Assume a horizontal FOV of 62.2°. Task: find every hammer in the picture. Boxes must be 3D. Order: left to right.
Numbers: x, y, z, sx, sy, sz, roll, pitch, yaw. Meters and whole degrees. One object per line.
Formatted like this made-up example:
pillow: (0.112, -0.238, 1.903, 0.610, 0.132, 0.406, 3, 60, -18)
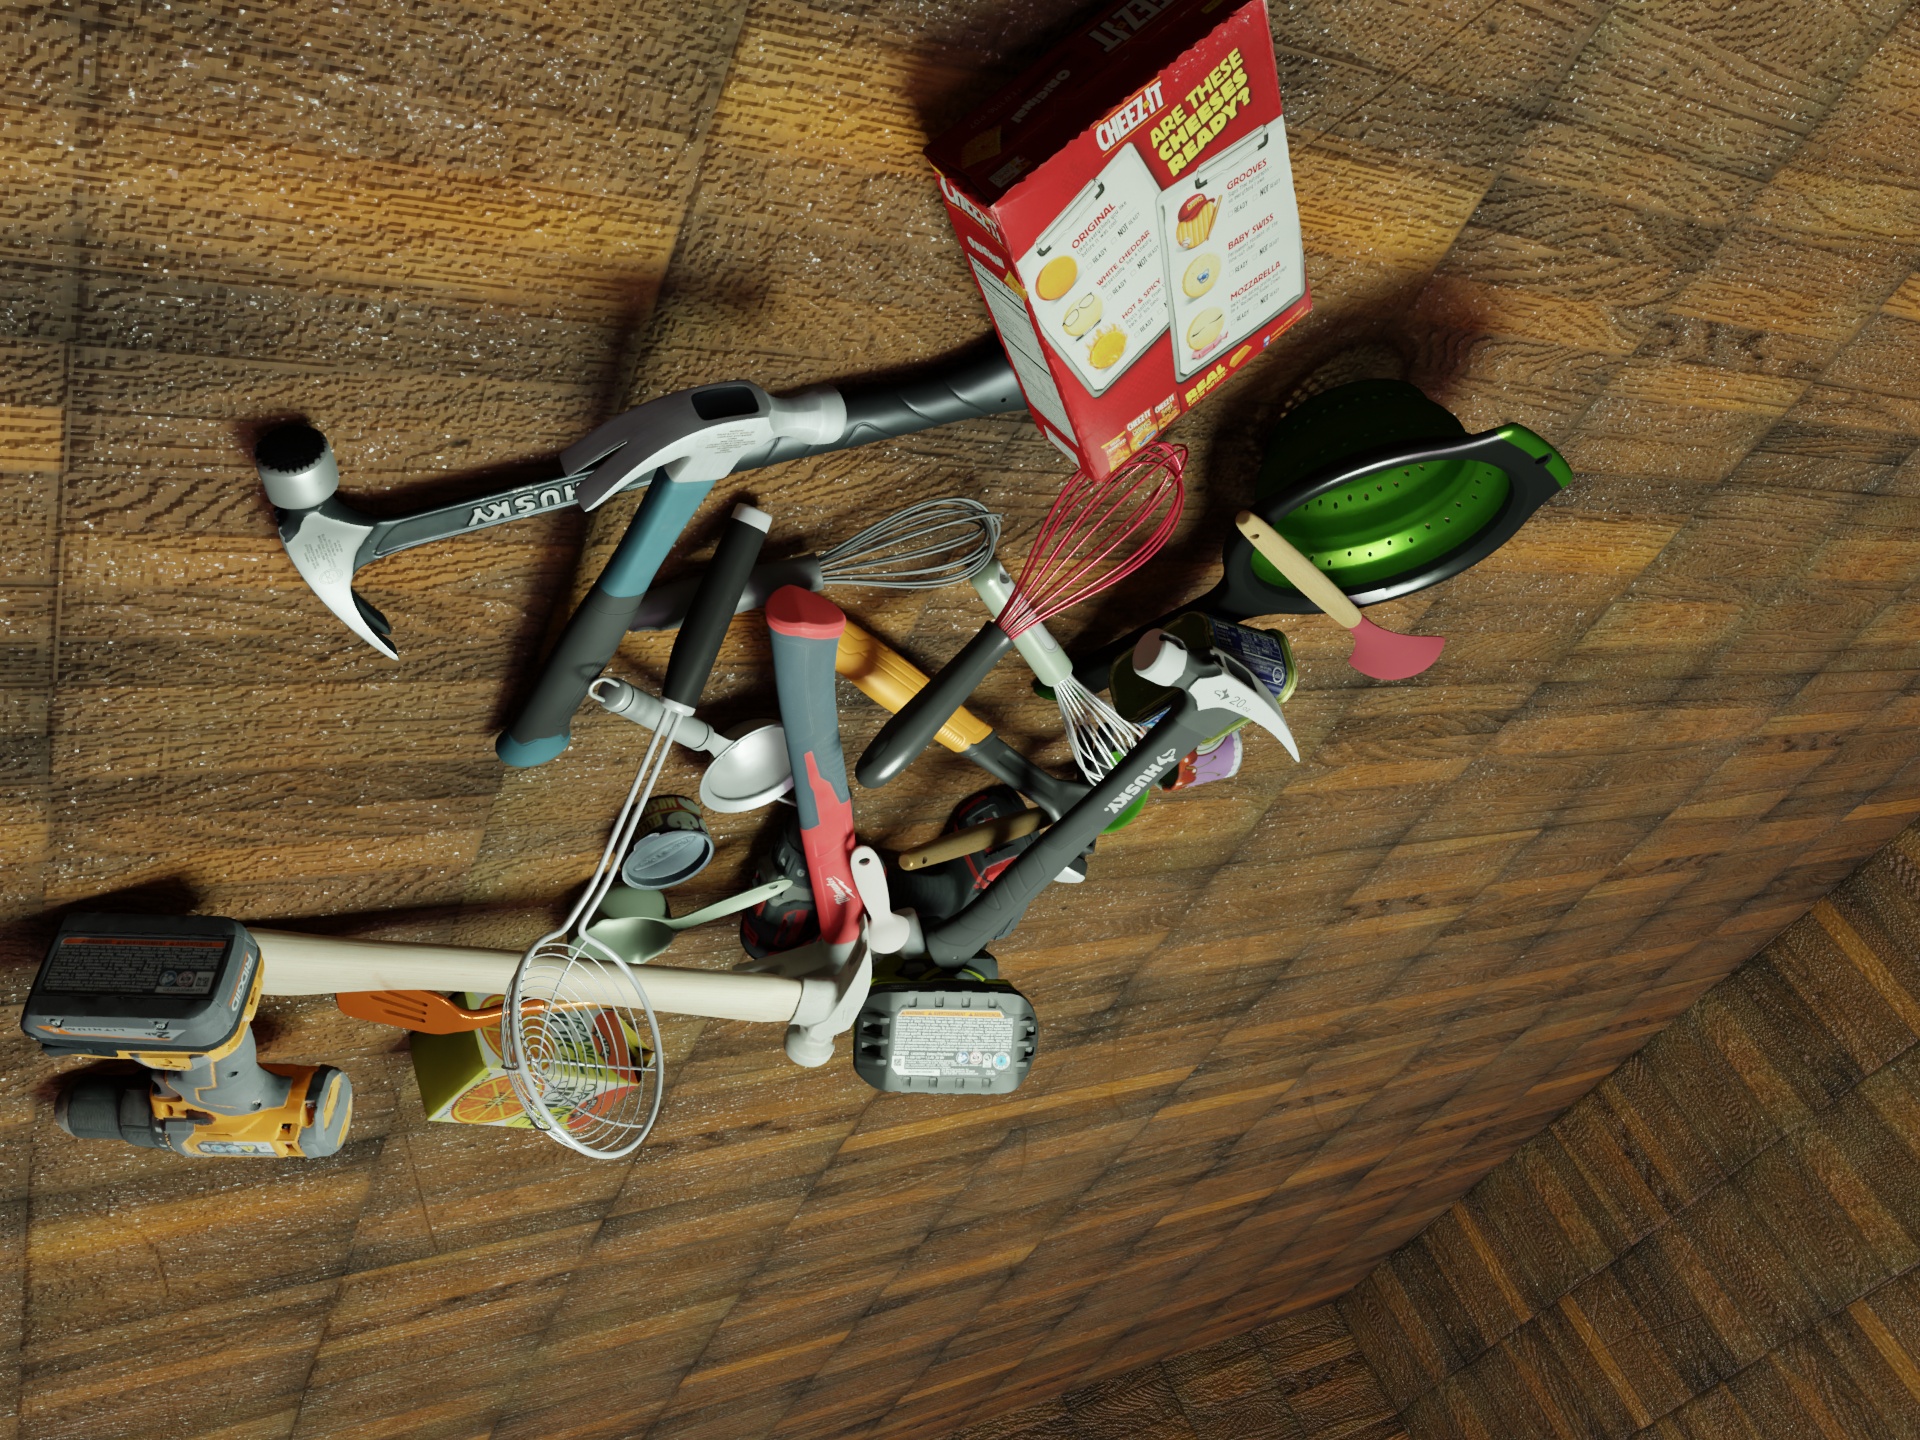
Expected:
hammer: (-0.264, 0.168, 1.071, 0.410, 0.038, 0.146, 8, 134, -20)
hammer: (-0.185, -0.067, 0.858, 0.128, 0.033, 0.331, -12, 156, -39)
hammer: (-0.147, -0.136, 0.852, 0.409, 0.036, 0.149, -17, 146, -17)
hammer: (-0.105, 0.062, 1.048, 0.143, 0.038, 0.385, -14, 141, -9)
hammer: (-0.002, -0.003, 1.095, 0.034, 0.127, 0.336, -5, 153, 39)
hammer: (0.087, 0.075, 1.103, 0.146, 0.035, 0.334, 23, 126, -30)

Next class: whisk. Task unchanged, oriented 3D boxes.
whisk: (-0.087, -0.090, 0.952, 0.239, 0.055, 0.055, -15, 145, -11)
whisk: (0.038, -0.069, 0.993, 0.296, 0.073, 0.073, -47, 147, -5)
whisk: (0.071, -0.028, 1.103, 0.059, 0.058, 0.246, -16, 135, 25)

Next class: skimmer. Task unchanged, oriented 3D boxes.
skimmer: (-0.160, 0.057, 0.890, 0.127, 0.090, 0.363, 25, 86, -61)

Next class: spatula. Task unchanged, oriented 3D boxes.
spatula: (-0.280, 0.194, 1.154, 0.322, 0.041, 0.081, -2, 146, -24)

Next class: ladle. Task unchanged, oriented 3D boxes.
ladle: (0.255, -0.079, 1.069, 0.069, 0.031, 0.315, -18, 155, 29)

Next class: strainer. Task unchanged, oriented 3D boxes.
strainer: (-0.161, 0.009, 0.997, 0.087, 0.050, 0.258, -40, 157, 6)

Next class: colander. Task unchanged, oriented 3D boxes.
colander: (0.204, -0.126, 1.089, 0.397, 0.095, 0.204, -27, 152, 33)

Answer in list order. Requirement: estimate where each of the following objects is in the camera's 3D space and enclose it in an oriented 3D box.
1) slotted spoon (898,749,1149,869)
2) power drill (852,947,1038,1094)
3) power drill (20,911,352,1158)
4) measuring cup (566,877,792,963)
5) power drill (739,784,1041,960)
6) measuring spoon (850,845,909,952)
slotted spoon: (0.053, 0.073, 1.203, 0.313, 0.031, 0.070, -13, 112, -53)
power drill: (-0.038, 0.224, 1.251, 0.171, 0.080, 0.223, 4, -177, -13)
power drill: (-0.503, 0.209, 0.999, 0.185, 0.084, 0.226, 2, 142, -1)
measuring cup: (-0.204, 0.130, 1.147, 0.167, 0.038, 0.083, -19, 149, 0)
power drill: (-0.048, 0.107, 1.216, 0.226, 0.080, 0.187, -4, 139, -28)
measuring spoon: (-0.058, 0.127, 1.098, 0.034, 0.018, 0.124, -17, 140, -4)
